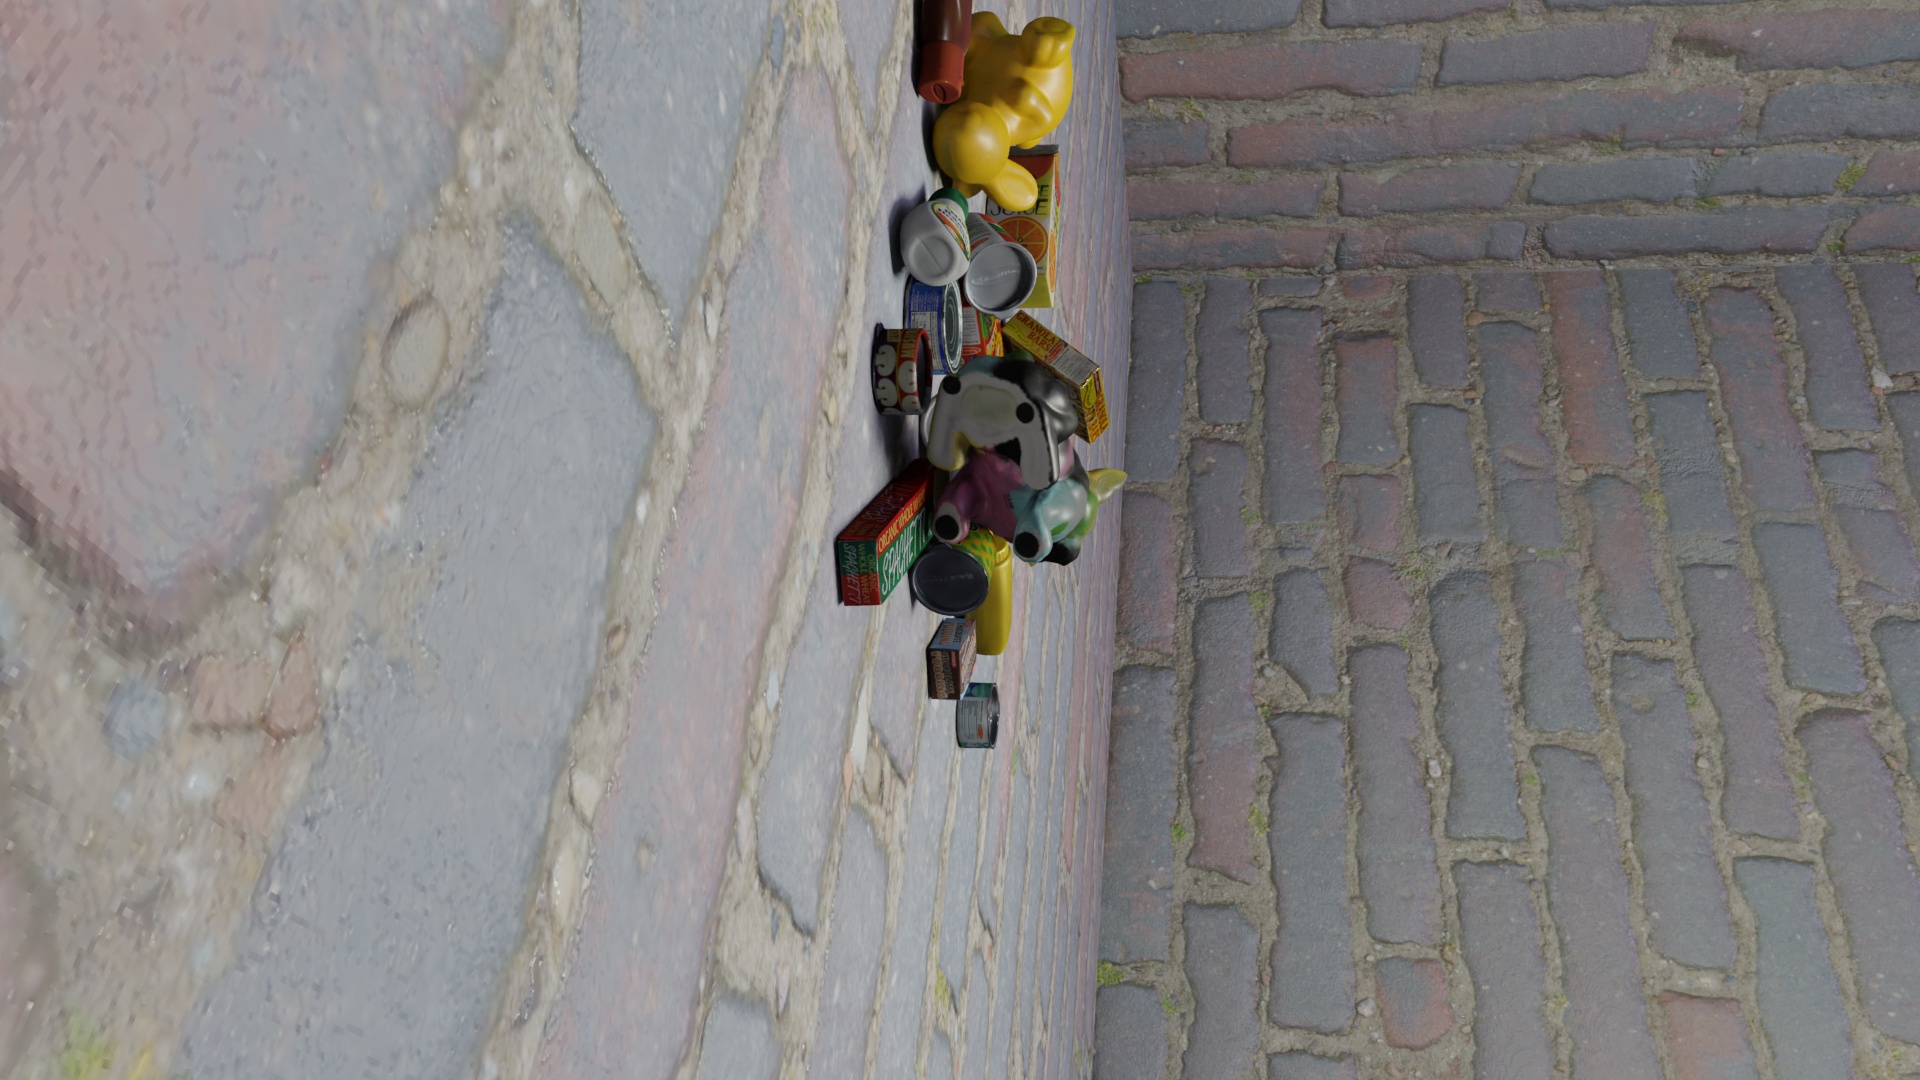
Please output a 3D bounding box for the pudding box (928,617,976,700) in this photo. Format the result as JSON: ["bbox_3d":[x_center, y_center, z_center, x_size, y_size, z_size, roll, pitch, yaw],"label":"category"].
[{"bbox_3d":[-0.007,0.106,1.253,0.084,0.030,0.049,-57,147,-71],"label":"pudding box"}]

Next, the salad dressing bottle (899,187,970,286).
[{"bbox_3d":[-0.017,-0.253,1.134,0.064,0.044,0.148,51,21,-20],"label":"salad dressing bottle"}]

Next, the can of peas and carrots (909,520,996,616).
[{"bbox_3d":[-0.006,0.018,1.160,0.059,0.071,0.070,-73,161,-59],"label":"can of peas and carrots"}]

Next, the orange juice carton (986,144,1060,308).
[{"bbox_3d":[0.069,-0.357,1.532,0.073,0.072,0.193,67,26,-67],"label":"orange juice carton"}]

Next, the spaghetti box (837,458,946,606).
[{"bbox_3d":[-0.046,-0.011,1.041,0.251,0.029,0.050,-57,145,-71],"label":"spaghetti box"}]

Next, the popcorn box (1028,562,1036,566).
[{"bbox_3d":[0.053,-0.039,1.368,0.085,0.038,0.127,55,7,-24],"label":"popcorn box"}]

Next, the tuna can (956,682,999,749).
[{"bbox_3d":[0.018,0.173,1.381,0.071,0.033,0.071,-1,92,-79],"label":"tuna can"}]

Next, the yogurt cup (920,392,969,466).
[{"bbox_3d":[0.001,-0.098,1.200,0.054,0.072,0.072,-41,131,-87],"label":"yogurt cup"}]

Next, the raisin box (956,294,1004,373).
[{"bbox_3d":[0.013,-0.194,1.323,0.086,0.040,0.122,-79,164,-47],"label":"raisin box"}]

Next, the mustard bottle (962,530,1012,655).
[{"bbox_3d":[0.026,0.038,1.344,0.066,0.049,0.159,-81,173,-51],"label":"mustard bottle"}]

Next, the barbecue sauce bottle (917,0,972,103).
[{"bbox_3d":[-0.012,-0.443,1.169,0.064,0.044,0.149,54,38,-72],"label":"barbecue sauce bottle"}]

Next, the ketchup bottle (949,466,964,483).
[{"bbox_3d":[0.005,-0.016,1.271,0.064,0.043,0.149,98,-3,-66],"label":"ketchup bottle"}]

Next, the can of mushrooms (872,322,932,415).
[{"bbox_3d":[-0.043,-0.129,1.042,0.071,0.033,0.071,-1,92,-79],"label":"can of mushrooms"}]

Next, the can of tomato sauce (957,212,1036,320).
[{"bbox_3d":[0.021,-0.241,1.212,0.083,0.071,0.070,-123,-159,-53],"label":"can of tomato sauce"}]

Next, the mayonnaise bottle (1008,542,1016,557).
[{"bbox_3d":[0.041,-0.005,1.477,0.148,0.041,0.064,-28,111,-79],"label":"mayonnaise bottle"}]

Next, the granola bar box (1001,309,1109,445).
[{"bbox_3d":[0.115,-0.192,1.658,0.039,0.124,0.165,-47,159,-8],"label":"granola bar box"}]
